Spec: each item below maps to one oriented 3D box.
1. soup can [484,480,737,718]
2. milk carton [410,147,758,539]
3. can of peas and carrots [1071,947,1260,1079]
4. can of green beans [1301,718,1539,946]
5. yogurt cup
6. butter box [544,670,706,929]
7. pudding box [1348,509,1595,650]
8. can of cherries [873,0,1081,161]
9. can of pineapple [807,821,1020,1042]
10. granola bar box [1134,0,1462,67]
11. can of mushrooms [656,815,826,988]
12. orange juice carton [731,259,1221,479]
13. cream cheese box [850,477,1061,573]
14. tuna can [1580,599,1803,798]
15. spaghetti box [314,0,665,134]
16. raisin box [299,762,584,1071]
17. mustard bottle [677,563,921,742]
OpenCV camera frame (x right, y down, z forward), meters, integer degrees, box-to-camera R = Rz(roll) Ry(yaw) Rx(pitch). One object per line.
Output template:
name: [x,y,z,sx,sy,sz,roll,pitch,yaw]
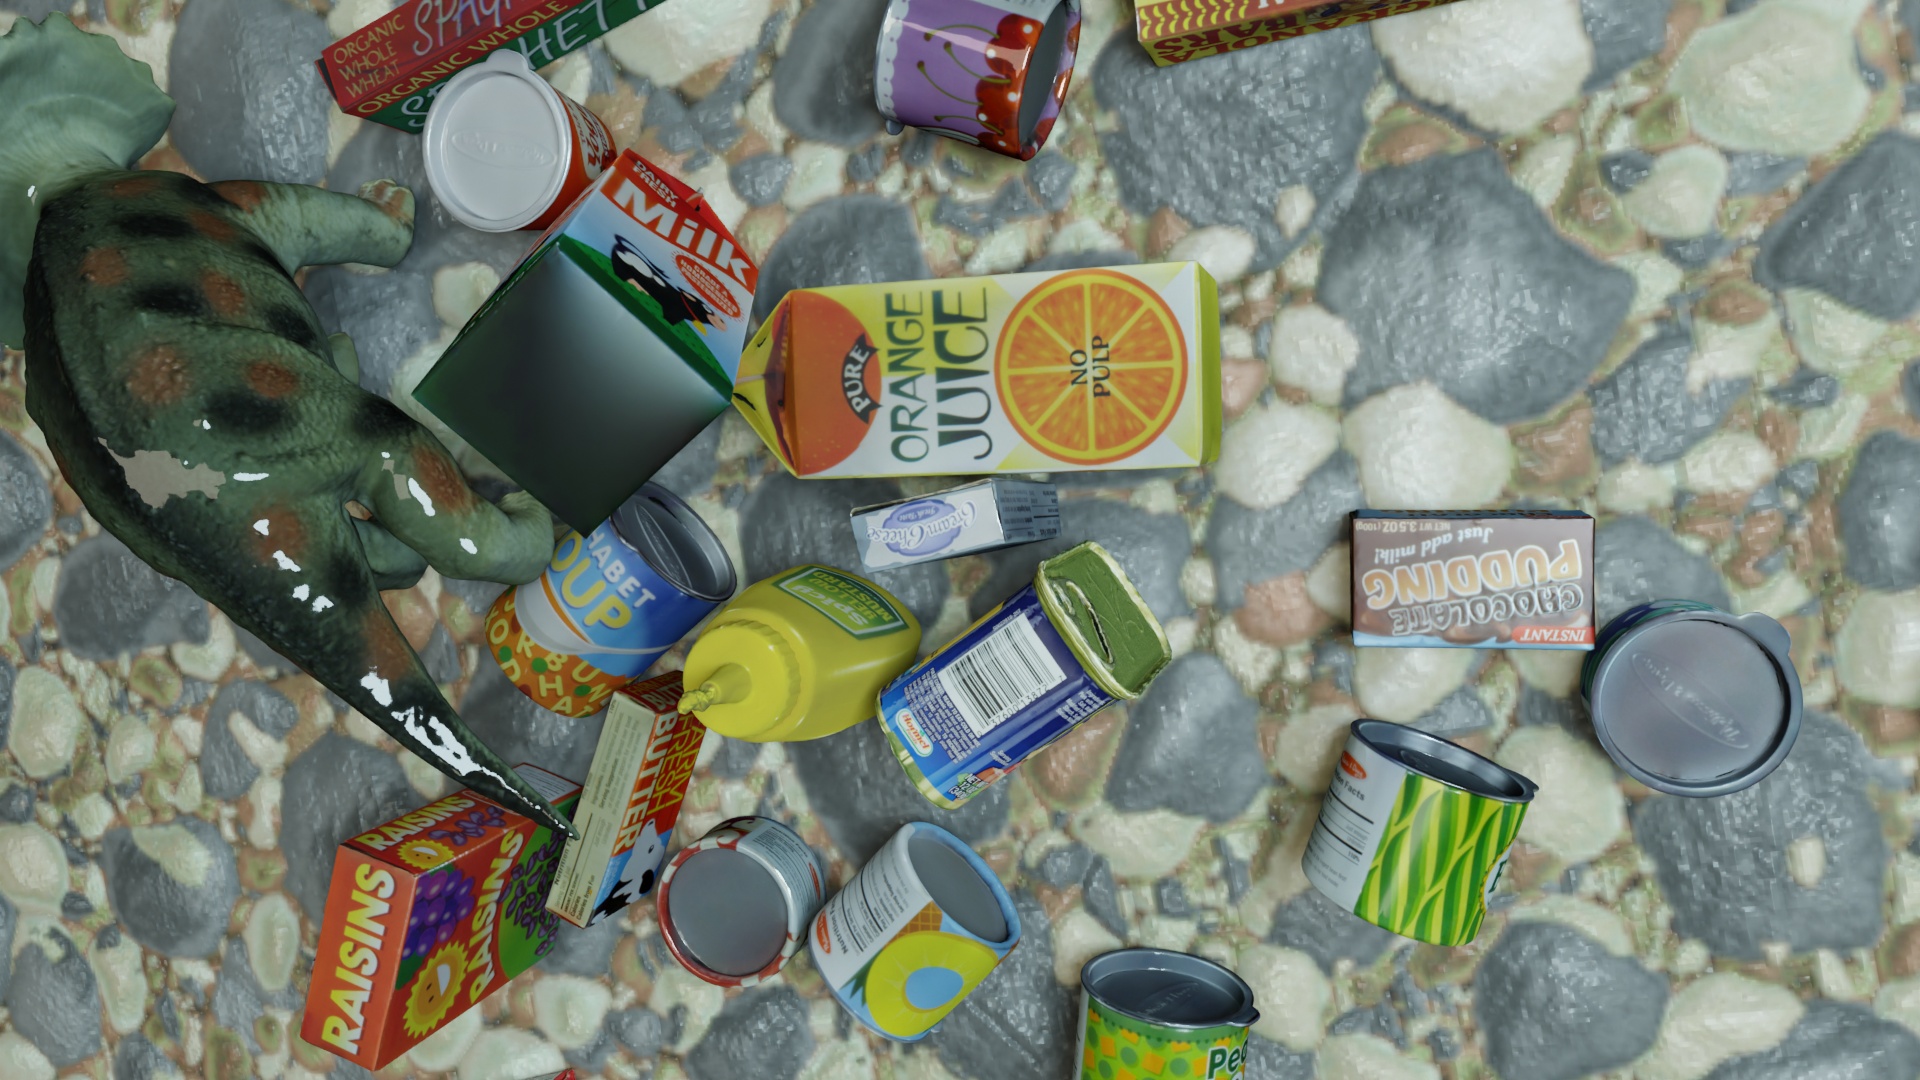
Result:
soup can: [-0.148,0.024,0.581,0.083,0.071,0.071,-41,84,15]
milk carton: [-0.127,-0.086,0.515,0.072,0.191,0.073,-41,112,14]
can of peas and carrots: [0.079,0.198,0.534,0.071,0.071,0.058,7,98,15]
can of green beans: [0.164,0.105,0.503,0.071,0.071,0.057,20,101,13]
yogurt cup: [-0.181,-0.161,0.583,0.072,0.054,0.072,1,95,16]
butter box: [-0.140,0.110,0.595,0.024,0.053,0.103,22,100,16]
pudding box: [0.185,0.014,0.508,0.084,0.030,0.049,1,96,16]
can of cherries: [0.007,-0.181,0.525,0.058,0.071,0.071,20,100,12]
can of pineapple: [-0.017,0.157,0.559,0.071,0.071,0.057,45,105,8]
granola bar box: [0.140,-0.250,0.494,0.165,0.039,0.124,-7,92,16]
can of mushrooms: [-0.096,0.156,0.597,0.071,0.033,0.071,1,96,15]
orange juice carton: [0.000,-0.061,0.532,0.193,0.072,0.073,-1,94,15]
cream cheese box: [0.002,-0.007,0.519,0.053,0.104,0.024,-13,88,15]
tuna can: [0.257,0.053,0.490,0.071,0.033,0.071,1,95,15]
spaghetti box: [-0.150,-0.234,0.571,0.250,0.050,0.028,-21,88,17]
raisin box: [-0.212,0.152,0.582,0.040,0.123,0.086,18,100,13]
mustard bottle: [-0.062,0.044,0.512,0.065,0.160,0.048,30,101,10]
